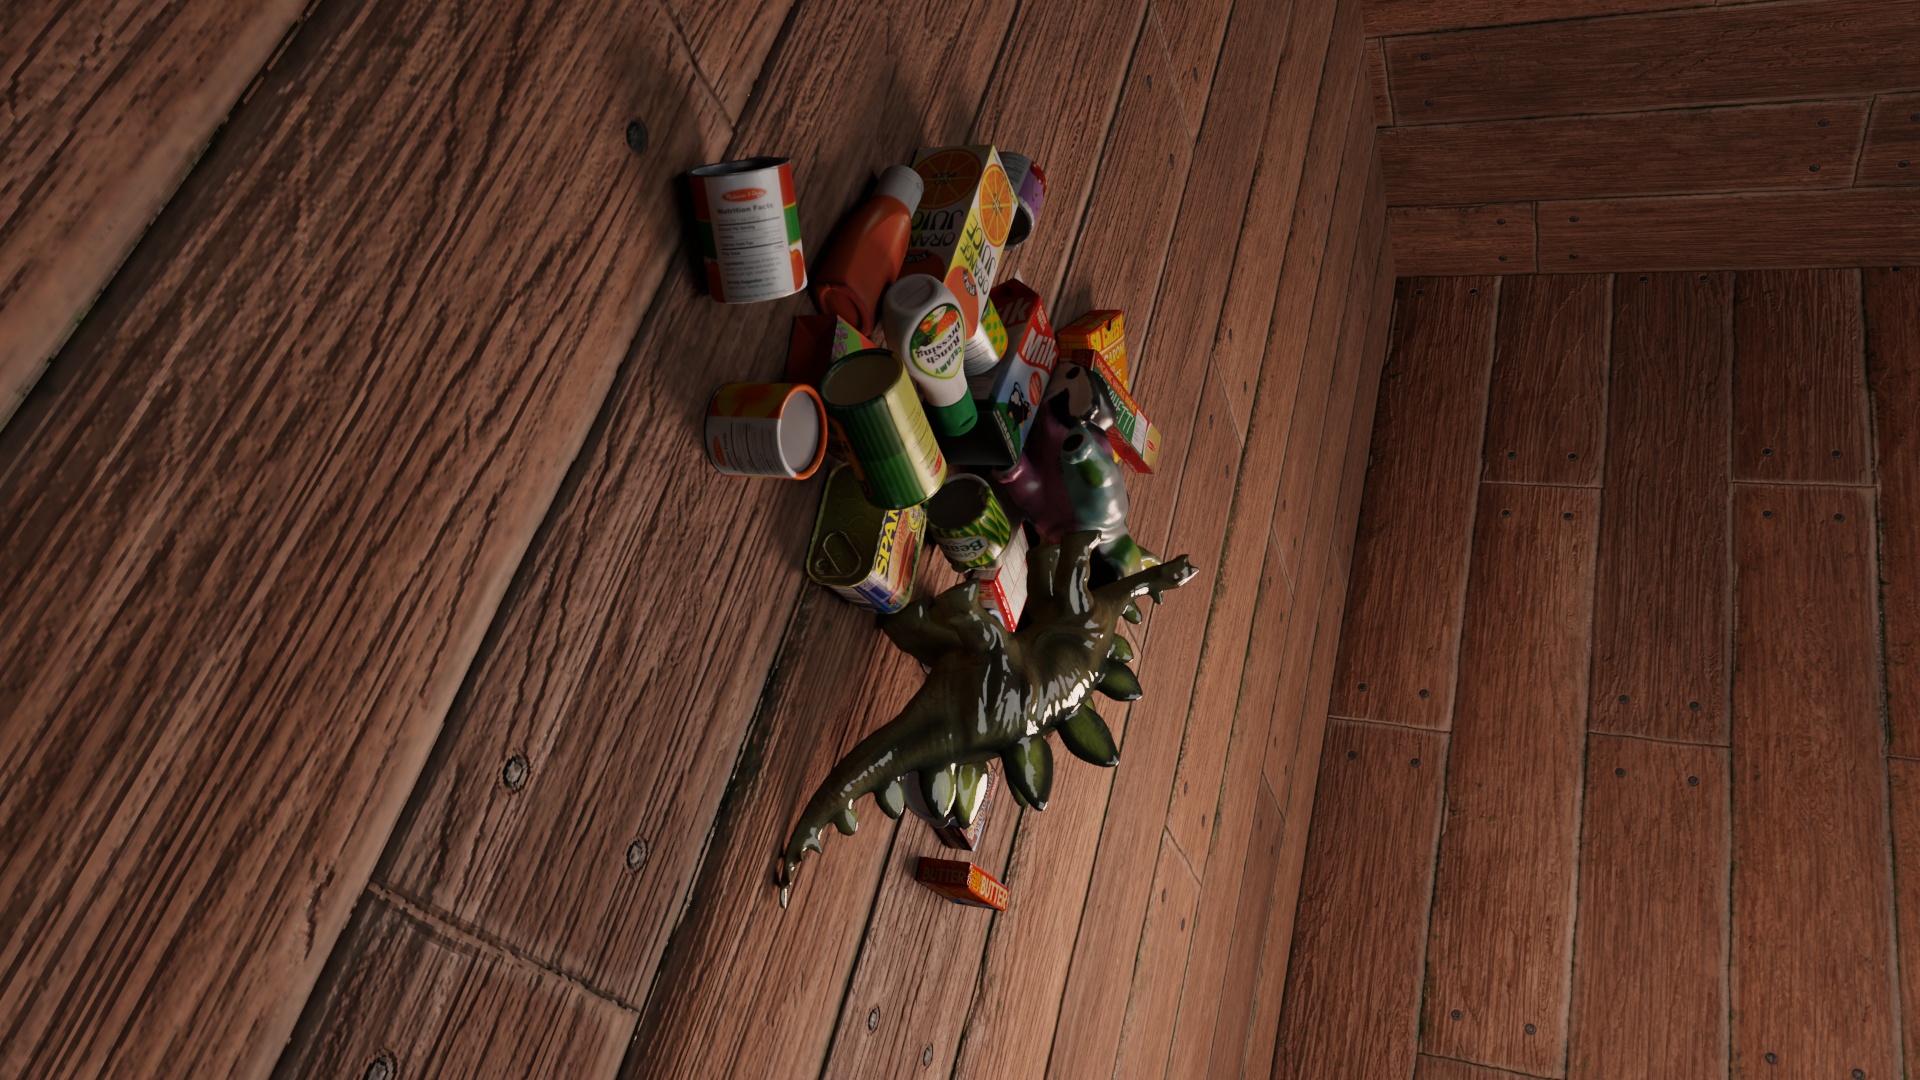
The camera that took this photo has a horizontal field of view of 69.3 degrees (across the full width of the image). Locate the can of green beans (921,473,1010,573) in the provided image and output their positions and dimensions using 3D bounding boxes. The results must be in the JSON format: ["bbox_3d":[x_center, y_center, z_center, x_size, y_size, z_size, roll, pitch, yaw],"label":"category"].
[{"bbox_3d":[0.005,-0.017,1.236,0.057,0.071,0.071,60,41,-49],"label":"can of green beans"}]

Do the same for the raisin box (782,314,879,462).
[{"bbox_3d":[-0.086,-0.111,1.060,0.123,0.040,0.086,31,64,-63],"label":"raisin box"}]

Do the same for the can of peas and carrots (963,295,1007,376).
[{"bbox_3d":[0.002,-0.187,1.211,0.058,0.071,0.071,57,43,-53],"label":"can of peas and carrots"}]

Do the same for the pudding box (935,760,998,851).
[{"bbox_3d":[0.006,0.245,1.313,0.049,0.030,0.084,66,37,-46],"label":"pudding box"}]

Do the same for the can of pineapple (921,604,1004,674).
[{"bbox_3d":[0.003,0.091,1.255,0.071,0.058,0.071,2,91,-65],"label":"can of pineapple"}]

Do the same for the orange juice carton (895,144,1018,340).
[{"bbox_3d":[-0.018,-0.233,1.153,0.071,0.073,0.193,57,43,-52],"label":"orange juice carton"}]

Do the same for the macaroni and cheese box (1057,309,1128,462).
[{"bbox_3d":[0.154,-0.167,1.567,0.124,0.040,0.165,-41,129,-58],"label":"macaroni and cheese box"}]

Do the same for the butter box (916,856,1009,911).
[{"bbox_3d":[0.003,0.320,1.290,0.103,0.053,0.024,51,46,-56],"label":"butter box"}]

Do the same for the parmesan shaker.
[{"bbox_3d":[-0.056,-0.082,1.006,0.102,0.071,0.072,67,36,-43],"label":"parmesan shaker"}]

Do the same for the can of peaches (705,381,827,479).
[{"bbox_3d":[-0.130,-0.076,0.948,0.071,0.058,0.071,3,91,-65],"label":"can of peaches"}]

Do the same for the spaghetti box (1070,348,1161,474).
[{"bbox_3d":[0.171,-0.138,1.524,0.249,0.028,0.050,37,61,-60],"label":"spaghetti box"}]

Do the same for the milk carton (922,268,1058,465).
[{"bbox_3d":[0.036,-0.162,1.275,0.072,0.073,0.191,64,37,-45],"label":"milk carton"}]

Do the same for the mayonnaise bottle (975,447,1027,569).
[{"bbox_3d":[0.041,-0.038,1.343,0.149,0.041,0.064,-60,138,-47],"label":"mayonnaise bottle"}]

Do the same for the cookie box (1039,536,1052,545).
[{"bbox_3d":[0.102,0.034,1.445,0.123,0.040,0.167,4,89,-83],"label":"cookie box"}]

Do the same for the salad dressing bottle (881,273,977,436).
[{"bbox_3d":[-0.020,-0.143,1.098,0.064,0.044,0.147,-41,144,-16],"label":"salad dressing bottle"}]

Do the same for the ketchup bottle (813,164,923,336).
[{"bbox_3d":[-0.067,-0.231,1.082,0.064,0.043,0.149,65,37,-48],"label":"ketchup bottle"}]

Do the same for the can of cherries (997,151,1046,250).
[{"bbox_3d":[0.042,-0.313,1.280,0.071,0.071,0.059,62,38,-48],"label":"can of cherries"}]

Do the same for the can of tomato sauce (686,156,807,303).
[{"bbox_3d":[-0.138,-0.204,0.908,0.071,0.071,0.082,-44,133,-56],"label":"can of tomato sauce"}]

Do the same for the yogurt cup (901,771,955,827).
[{"bbox_3d":[-0.015,0.213,1.228,0.054,0.072,0.072,23,72,-72],"label":"yogurt cup"}]
